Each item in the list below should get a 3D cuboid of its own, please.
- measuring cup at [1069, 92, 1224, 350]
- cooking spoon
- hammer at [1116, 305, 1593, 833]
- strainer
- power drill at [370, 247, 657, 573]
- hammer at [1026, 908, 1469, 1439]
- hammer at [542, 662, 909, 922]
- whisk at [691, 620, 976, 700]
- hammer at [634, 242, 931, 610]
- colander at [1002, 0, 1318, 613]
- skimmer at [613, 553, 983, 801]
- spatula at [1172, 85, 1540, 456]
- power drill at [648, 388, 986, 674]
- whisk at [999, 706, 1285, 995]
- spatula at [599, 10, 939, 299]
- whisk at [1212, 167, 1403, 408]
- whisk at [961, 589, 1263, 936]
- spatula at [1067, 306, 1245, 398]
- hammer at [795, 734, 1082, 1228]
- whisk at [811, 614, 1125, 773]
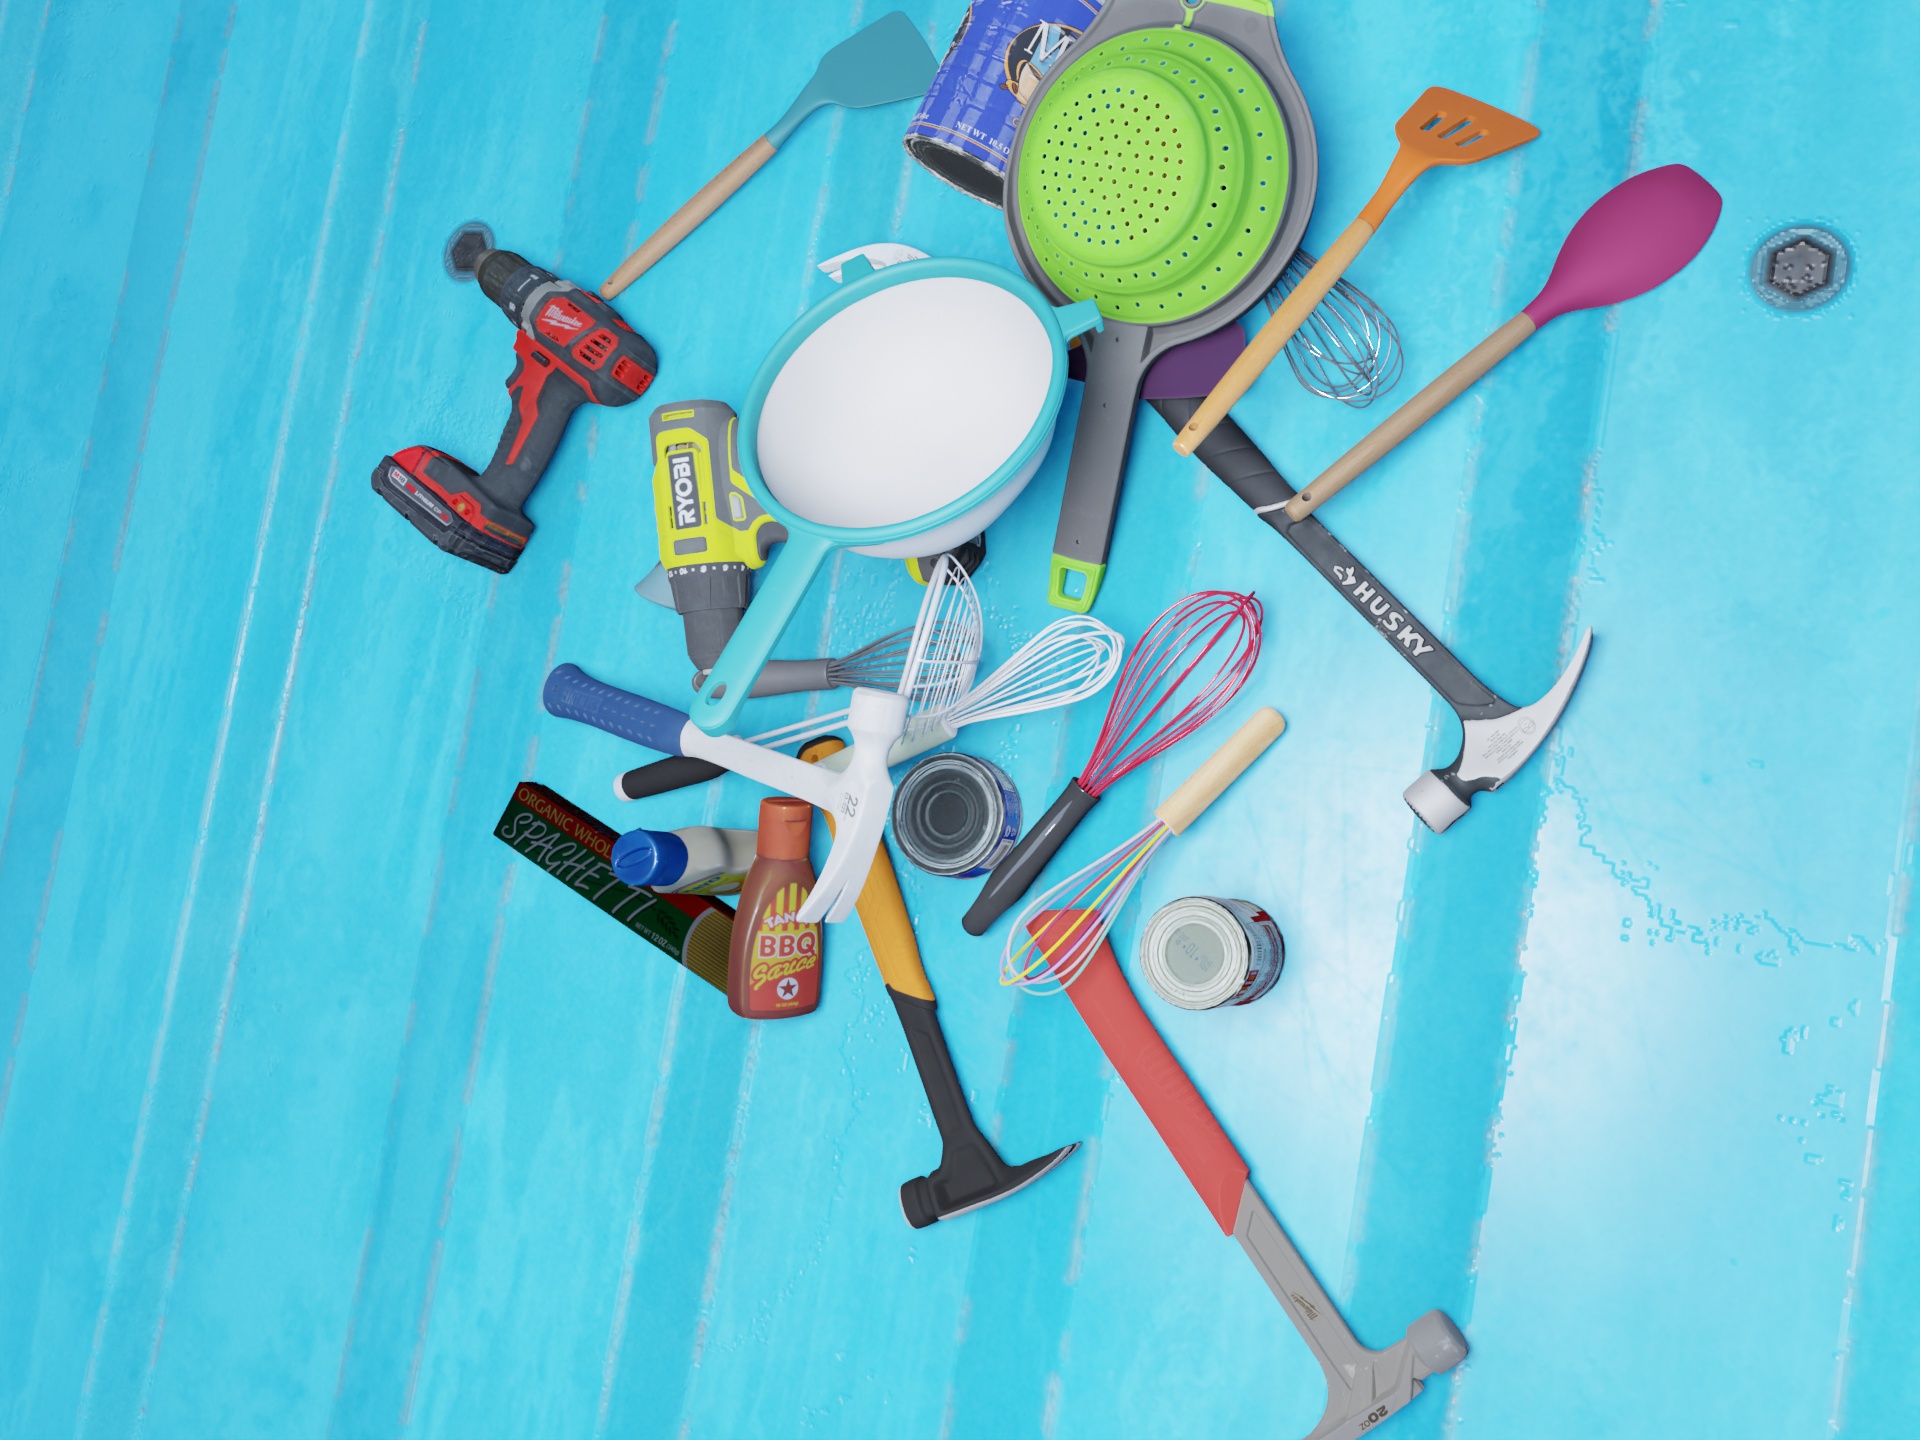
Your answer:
[{"bbox_3d":[0.104,-0.331,1.049,0.095,0.052,0.173,33,99,37],"label":"measuring cup"},{"bbox_3d":[0.328,-0.228,0.975,0.319,0.017,0.069,-39,70,5],"label":"cooking spoon"},{"bbox_3d":[0.220,-0.127,1.014,0.149,0.036,0.409,-43,69,11],"label":"hammer"},{"bbox_3d":[-0.054,-0.123,0.969,0.211,0.095,0.340,20,73,29],"label":"strainer"},{"bbox_3d":[-0.364,-0.252,1.258,0.188,0.080,0.226,39,95,23],"label":"power drill"},{"bbox_3d":[0.143,0.273,0.988,0.149,0.036,0.359,-39,70,13],"label":"hammer"},{"bbox_3d":[-0.178,0.019,1.070,0.406,0.035,0.144,16,95,49],"label":"hammer"},{"bbox_3d":[-0.092,-0.036,1.127,0.239,0.055,0.055,-4,81,27],"label":"whisk"},{"bbox_3d":[-0.126,-0.209,1.172,0.128,0.033,0.331,45,100,21],"label":"hammer"},{"bbox_3d":[0.093,-0.255,0.990,0.204,0.094,0.397,17,108,21],"label":"colander"},{"bbox_3d":[-0.128,-0.010,1.075,0.363,0.090,0.127,-17,45,35],"label":"skimmer"},{"bbox_3d":[0.234,-0.279,0.976,0.081,0.041,0.322,36,80,25],"label":"spatula"},{"bbox_3d":[-0.104,-0.136,1.109,0.228,0.080,0.190,-6,90,15],"label":"power drill"},{"bbox_3d":[0.115,0.082,0.999,0.245,0.047,0.051,-44,68,-4],"label":"whisk"},{"bbox_3d":[-0.157,-0.422,1.224,0.317,0.044,0.082,-34,71,20],"label":"spatula"},{"bbox_3d":[0.195,-0.314,1.042,0.070,0.070,0.285,-36,66,15],"label":"whisk"},{"bbox_3d":[0.094,0.030,1.033,0.073,0.073,0.296,44,105,22],"label":"whisk"},{"bbox_3d":[0.037,-0.243,1.081,0.316,0.018,0.060,1,94,23],"label":"spatula"},{"bbox_3d":[-0.035,0.161,1.080,0.127,0.034,0.337,-27,73,18],"label":"hammer"},{"bbox_3d":[-0.002,-0.003,1.058,0.246,0.059,0.058,-25,65,18],"label":"whisk"}]
